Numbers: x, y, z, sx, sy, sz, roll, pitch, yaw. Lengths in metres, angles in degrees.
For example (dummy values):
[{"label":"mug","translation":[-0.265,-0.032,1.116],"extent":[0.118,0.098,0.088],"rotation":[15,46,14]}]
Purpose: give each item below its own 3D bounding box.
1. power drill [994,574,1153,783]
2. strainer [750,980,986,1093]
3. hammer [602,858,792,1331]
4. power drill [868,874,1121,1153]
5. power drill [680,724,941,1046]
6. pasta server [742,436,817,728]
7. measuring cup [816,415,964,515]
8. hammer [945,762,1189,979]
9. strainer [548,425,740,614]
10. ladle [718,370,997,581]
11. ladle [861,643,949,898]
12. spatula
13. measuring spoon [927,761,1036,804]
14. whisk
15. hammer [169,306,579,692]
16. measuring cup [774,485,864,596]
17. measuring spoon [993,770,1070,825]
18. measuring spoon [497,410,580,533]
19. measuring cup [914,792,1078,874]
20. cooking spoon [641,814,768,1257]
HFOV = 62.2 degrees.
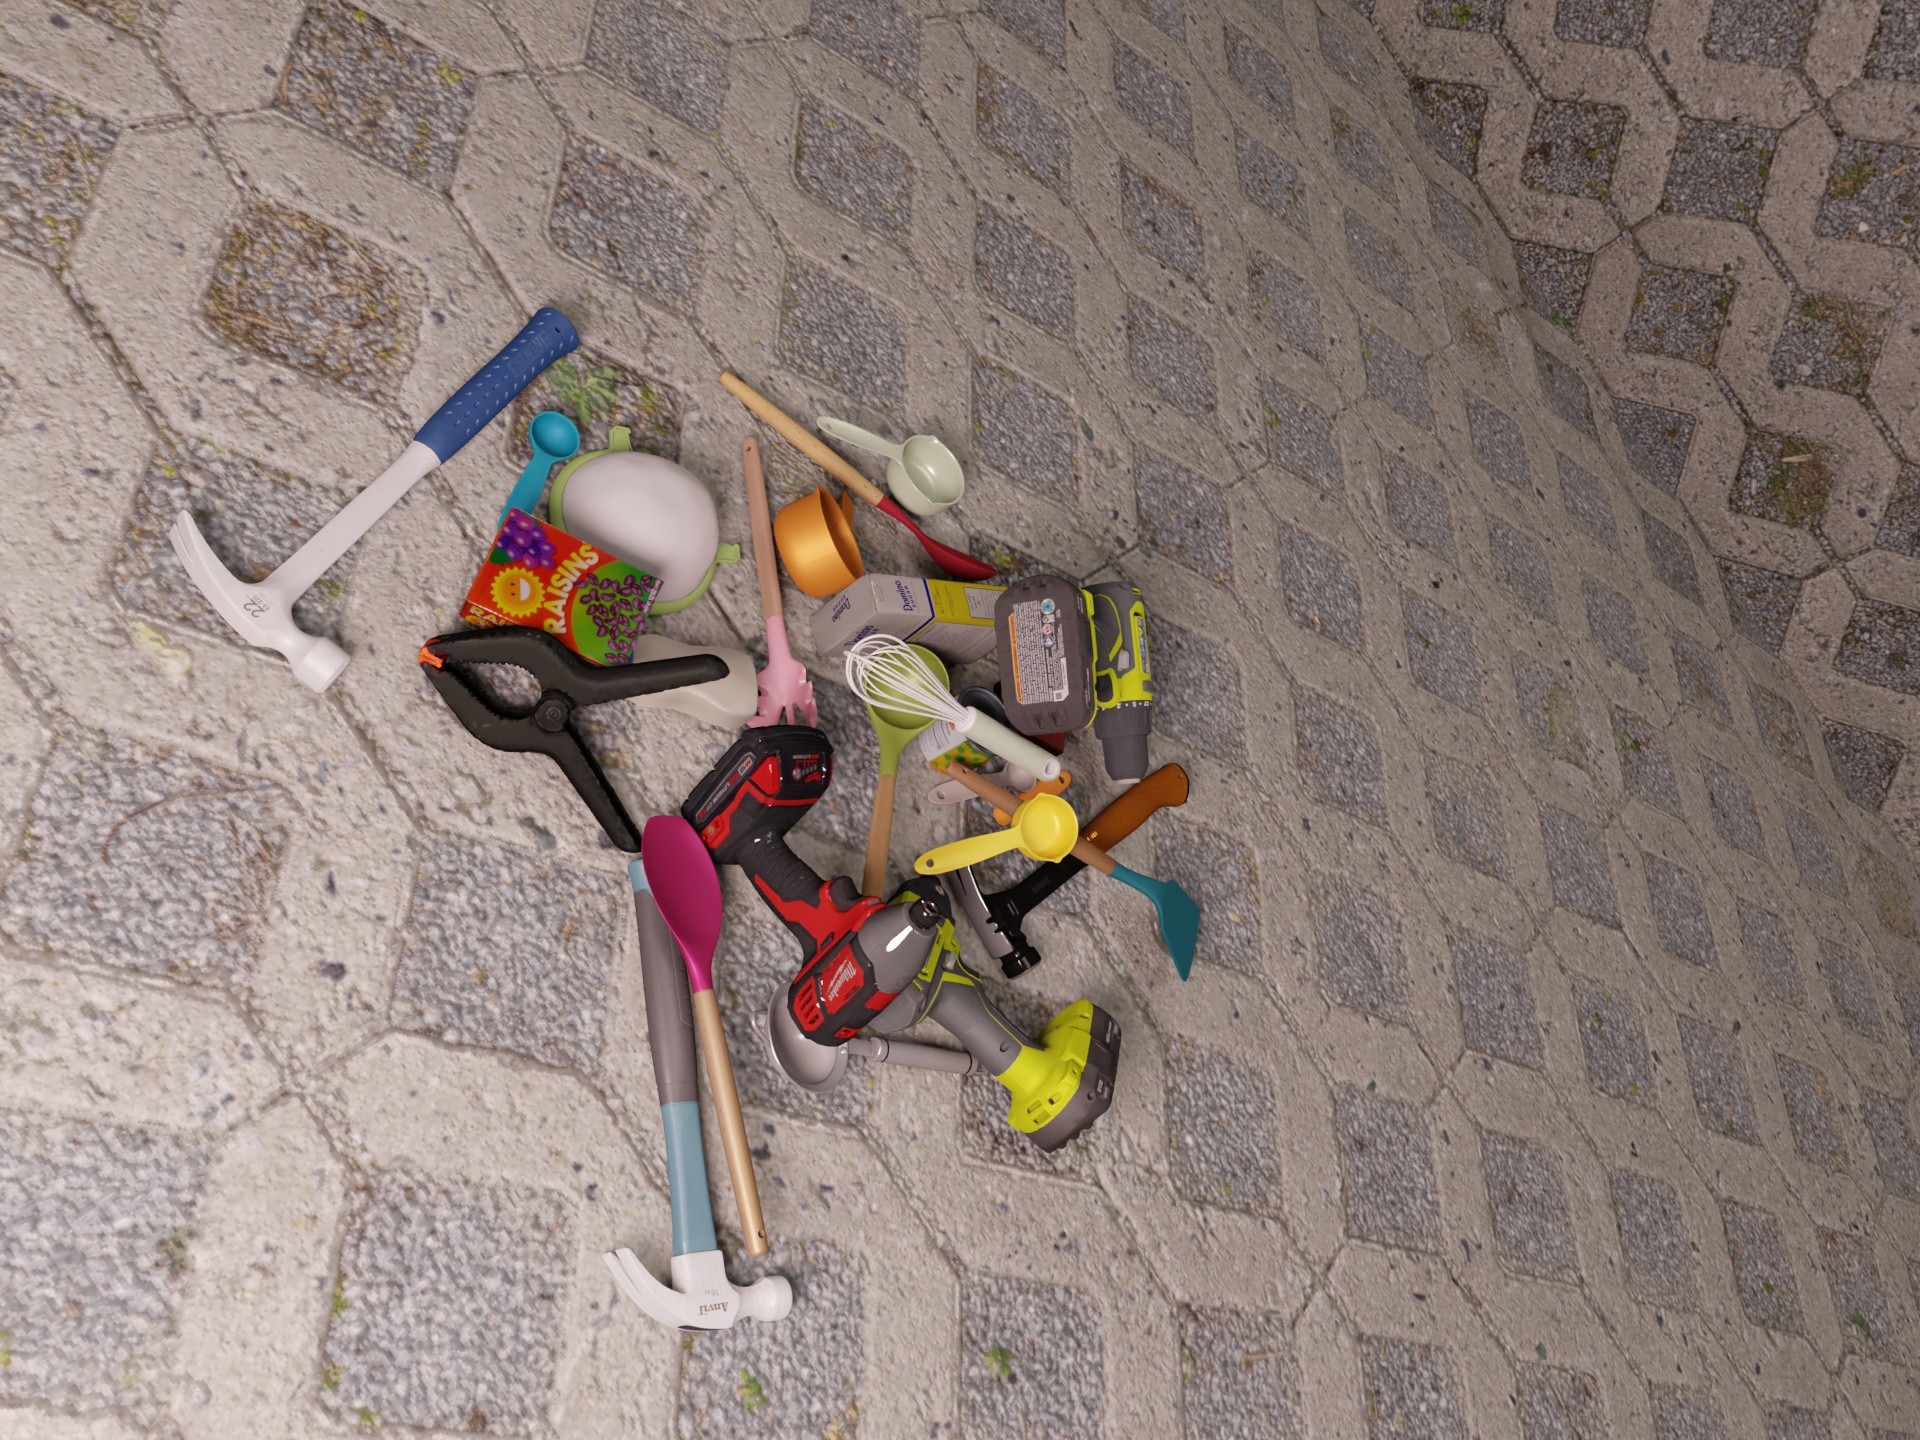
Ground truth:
[{"label":"power drill","translation":[0.116,-0.038,1.446],"extent":[0.228,0.080,0.190],"rotation":[6,78,-64]},{"label":"strainer","translation":[-0.072,0.256,1.233],"extent":[0.258,0.050,0.087],"rotation":[19,51,-40]},{"label":"hammer","translation":[-0.199,0.258,1.125],"extent":[0.128,0.033,0.331],"rotation":[8,62,-40]},{"label":"power drill","translation":[0.021,0.229,1.288],"extent":[0.223,0.080,0.171],"rotation":[40,28,-10]},{"label":"power drill","translation":[-0.105,0.115,1.177],"extent":[0.078,0.143,0.220],"rotation":[1,50,-53]},{"label":"pasta server","translation":[-0.164,-0.112,1.357],"extent":[0.040,0.060,0.316],"rotation":[61,16,-65]},{"label":"measuring cup","translation":[-0.073,-0.246,1.514],"extent":[0.167,0.038,0.083],"rotation":[19,56,-31]},{"label":"hammer","translation":[0.115,0.109,1.484],"extent":[0.337,0.034,0.127],"rotation":[-31,90,-46]},{"label":"strainer","translation":[-0.273,-0.136,1.251],"extent":[0.151,0.069,0.256],"rotation":[47,43,-11]},{"label":"ladle","translation":[-0.095,-0.222,1.482],"extent":[0.315,0.031,0.069],"rotation":[37,6,-16]},{"label":"ladle","translation":[-0.058,0.061,1.305],"extent":[0.078,0.062,0.320],"rotation":[21,43,-15]},{"label":"spatula","translation":[0.108,0.125,1.430],"extent":[0.317,0.044,0.082],"rotation":[33,51,-19]},{"label":"measuring spoon","translation":[0.017,0.061,1.442],"extent":[0.124,0.018,0.034],"rotation":[-12,70,-37]},{"label":"whisk","translation":[-0.002,-0.004,1.348],"extent":[0.246,0.059,0.058],"rotation":[31,84,-34]},{"label":"hammer","translation":[-0.410,-0.198,1.188],"extent":[0.144,0.035,0.406],"rotation":[43,46,-16]},{"label":"measuring cup","translation":[-0.125,-0.167,1.411],"extent":[0.174,0.052,0.095],"rotation":[-91,157,-67]},{"label":"measuring spoon","translation":[0.070,0.070,1.481],"extent":[0.117,0.011,0.021],"rotation":[-27,86,-46]},{"label":"measuring spoon","translation":[-0.342,-0.190,1.263],"extent":[0.042,0.021,0.129],"rotation":[31,59,-24]},{"label":"measuring cup","translation":[0.027,0.105,1.357],"extent":[0.156,0.029,0.062],"rotation":[-15,90,-23]},{"label":"cooking spoon","translation":[-0.178,0.218,1.129],"extent":[0.068,0.017,0.319],"rotation":[7,62,-51]}]
